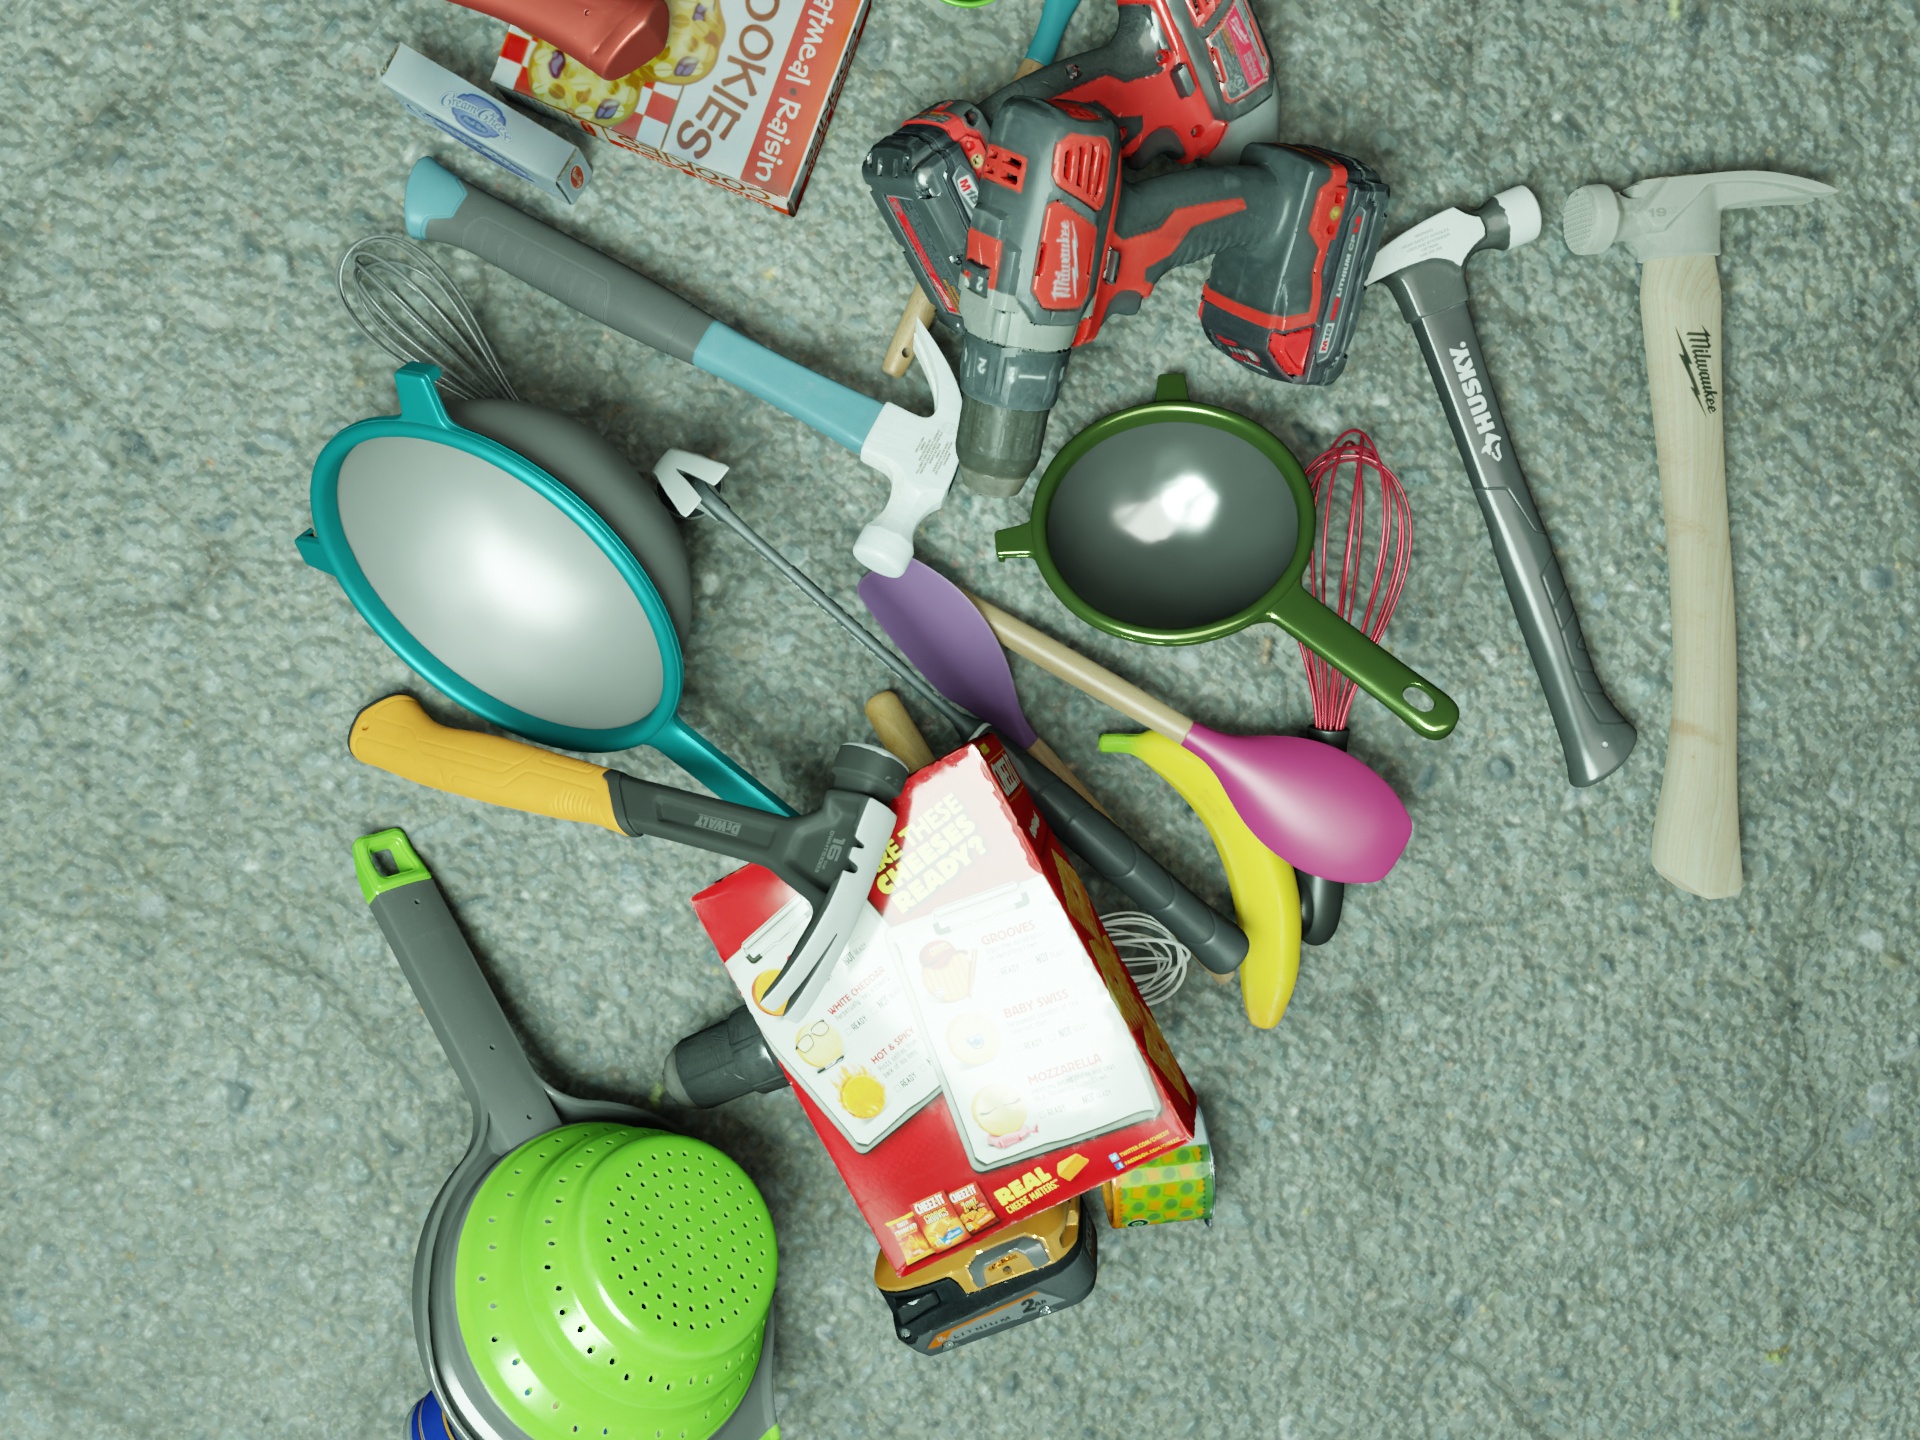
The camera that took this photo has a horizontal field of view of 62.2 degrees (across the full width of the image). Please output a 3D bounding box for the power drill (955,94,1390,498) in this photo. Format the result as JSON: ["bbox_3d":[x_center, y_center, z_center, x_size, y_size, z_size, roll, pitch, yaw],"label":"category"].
[{"bbox_3d":[0.096,-0.208,0.802,0.226,0.080,0.187,-9,123,-33],"label":"power drill"}]

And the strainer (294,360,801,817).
[{"bbox_3d":[-0.169,-0.048,0.832,0.340,0.211,0.095,41,51,-15],"label":"strainer"}]

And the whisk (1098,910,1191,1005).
[{"bbox_3d":[0.009,0.143,0.908,0.246,0.059,0.058,-3,60,0],"label":"whisk"}]

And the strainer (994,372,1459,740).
[{"bbox_3d":[0.153,-0.064,0.850,0.256,0.069,0.151,40,76,20],"label":"strainer"}]

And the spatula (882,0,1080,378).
[{"bbox_3d":[0.033,-0.331,0.858,0.082,0.044,0.317,23,96,-30],"label":"spatula"}]

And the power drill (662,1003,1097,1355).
[{"bbox_3d":[-0.043,0.234,0.880,0.185,0.084,0.226,-24,102,11],"label":"power drill"}]

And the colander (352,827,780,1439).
[{"bbox_3d":[-0.202,0.209,0.818,0.094,0.204,0.397,-42,74,37],"label":"colander"}]

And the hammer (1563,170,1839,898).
[{"bbox_3d":[0.433,-0.103,0.915,0.146,0.038,0.410,-6,97,-5],"label":"hammer"}]

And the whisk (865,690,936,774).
[{"bbox_3d":[0.011,0.091,0.871,0.047,0.051,0.245,-32,78,6],"label":"whisk"}]

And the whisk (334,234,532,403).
[{"bbox_3d":[-0.239,-0.167,0.858,0.055,0.055,0.239,-44,102,1],"label":"whisk"}]

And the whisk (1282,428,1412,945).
[{"bbox_3d":[0.209,-0.015,0.898,0.073,0.073,0.295,1,101,-4],"label":"whisk"}]

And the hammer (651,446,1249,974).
[{"bbox_3d":[-0.001,-0.003,0.841,0.409,0.149,0.036,41,89,-9],"label":"hammer"}]

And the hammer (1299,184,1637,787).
[{"bbox_3d":[0.306,-0.119,0.904,0.146,0.035,0.334,-22,97,-2],"label":"hammer"}]

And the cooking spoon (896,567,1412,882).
[{"bbox_3d":[0.103,-0.006,0.881,0.319,0.017,0.069,30,93,5],"label":"cooking spoon"}]

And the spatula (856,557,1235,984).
[{"bbox_3d":[0.057,0.032,0.904,0.060,0.018,0.316,-33,102,38],"label":"spatula"}]

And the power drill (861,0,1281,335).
[{"bbox_3d":[0.072,-0.299,0.836,0.219,0.079,0.143,-38,122,-9],"label":"power drill"}]

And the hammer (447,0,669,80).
[{"bbox_3d":[-0.317,-0.413,0.805,0.359,0.037,0.149,19,95,3],"label":"hammer"}]

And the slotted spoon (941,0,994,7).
[{"bbox_3d":[0.037,-0.530,0.847,0.070,0.031,0.314,16,93,-6],"label":"slotted spoon"}]

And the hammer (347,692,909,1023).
[{"bbox_3d":[-0.188,0.044,0.791,0.337,0.034,0.127,12,72,30],"label":"hammer"}]

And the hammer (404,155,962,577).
[{"bbox_3d":[-0.148,-0.205,0.841,0.331,0.033,0.128,28,77,1],"label":"hammer"}]
